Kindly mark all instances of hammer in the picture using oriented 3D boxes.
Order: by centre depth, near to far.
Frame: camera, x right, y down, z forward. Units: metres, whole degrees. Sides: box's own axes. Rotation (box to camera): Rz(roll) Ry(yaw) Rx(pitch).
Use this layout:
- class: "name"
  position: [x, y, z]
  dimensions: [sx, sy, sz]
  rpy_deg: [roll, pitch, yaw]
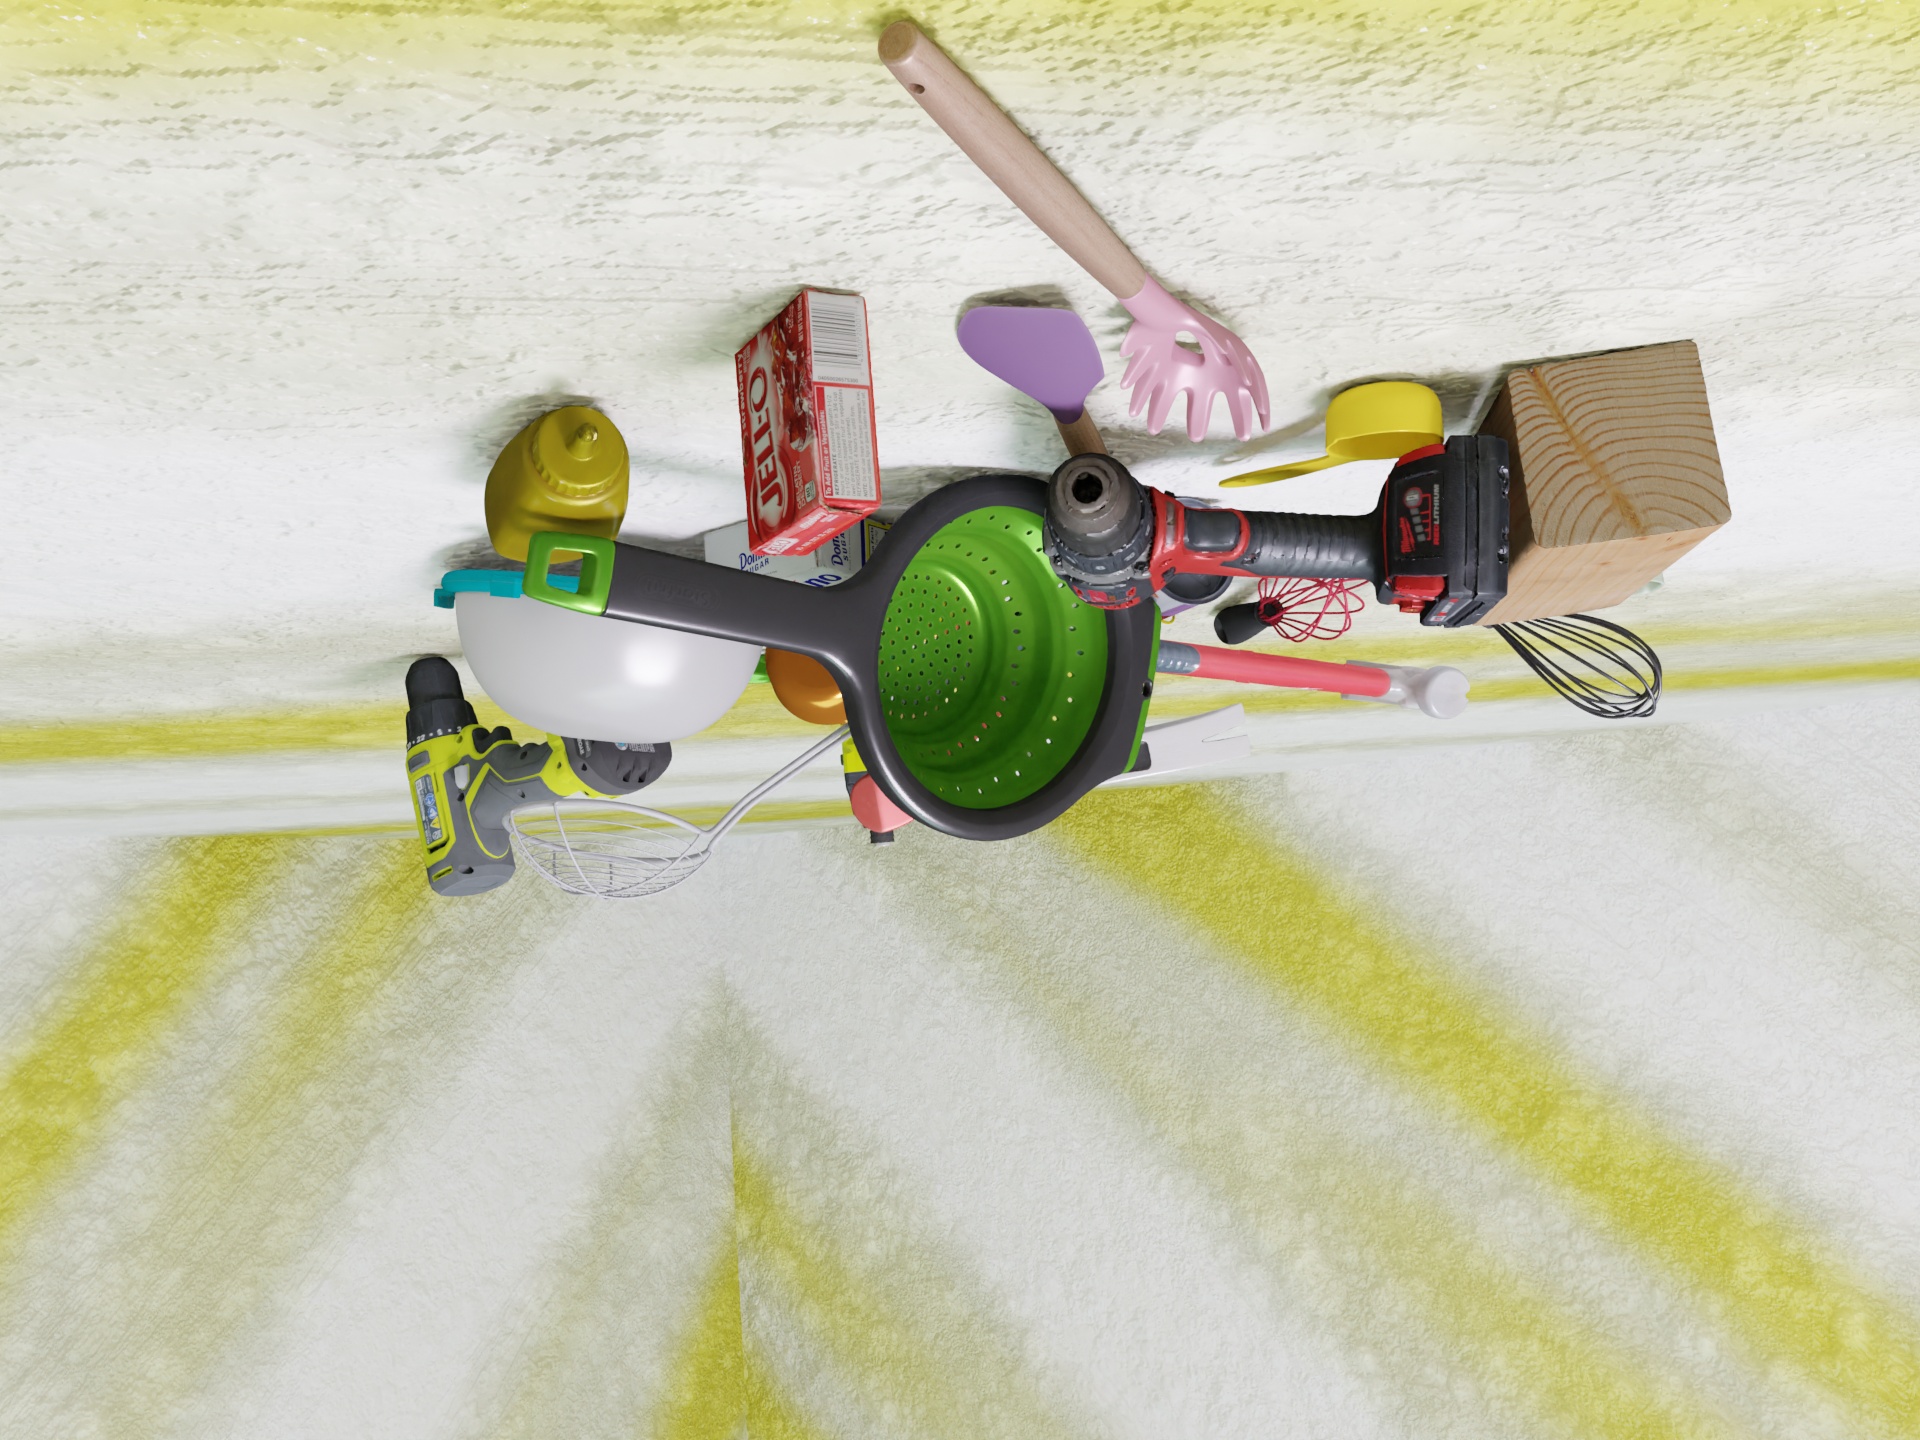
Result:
- class: "hammer"
  position: [-0.002, -0.004, 1.098]
  dimensions: [0.149, 0.036, 0.359]
  rpy_deg: [-3, -164, 21]
- class: "hammer"
  position: [0.164, -0.044, 1.146]
  dimensions: [0.386, 0.038, 0.143]
  rpy_deg: [6, -176, -20]
- class: "hammer"
  position: [0.125, -0.003, 1.165]
  dimensions: [0.146, 0.035, 0.335]
  rpy_deg: [-10, -172, 7]

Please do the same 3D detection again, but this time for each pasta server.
- class: "pasta server"
  position: [0.050, -0.161, 0.573]
  dimensions: [0.060, 0.040, 0.316]
  rpy_deg: [4, 176, 26]

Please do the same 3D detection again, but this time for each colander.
- class: "colander"
  position: [-0.063, -0.049, 0.867]
  dimensions: [0.396, 0.204, 0.094]
  rpy_deg: [10, -179, -39]

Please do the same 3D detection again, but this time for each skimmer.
- class: "skimmer"
  position: [-0.110, -0.001, 1.001]
  dimensions: [0.363, 0.090, 0.127]
  rpy_deg: [-35, 160, -9]

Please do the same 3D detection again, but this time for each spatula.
- class: "spatula"
  position: [0.054, -0.144, 0.776]
  dimensions: [0.060, 0.018, 0.315]
  rpy_deg: [5, 174, 14]

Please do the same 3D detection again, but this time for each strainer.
- class: "strainer"
  position: [-0.168, -0.026, 1.037]
  dimensions: [0.340, 0.095, 0.211]
  rpy_deg: [9, 177, -28]

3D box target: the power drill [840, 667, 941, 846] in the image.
- class: "power drill"
  position: [-0.064, 0.027, 1.436]
  dimensions: [0.080, 0.171, 0.223]
  rpy_deg: [-5, 176, 6]

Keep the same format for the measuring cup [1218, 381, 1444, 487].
- class: "measuring cup"
  position: [0.184, -0.146, 0.824]
  dimensions: [0.062, 0.029, 0.156]
  rpy_deg: [1, 177, -29]

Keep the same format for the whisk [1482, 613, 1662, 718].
- class: "whisk"
  position: [0.330, -0.069, 0.986]
  dimensions: [0.055, 0.055, 0.239]
  rpy_deg: [3, -154, -43]

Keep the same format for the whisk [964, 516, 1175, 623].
- class: "whisk"
  position: [0.079, -0.100, 1.034]
  dimensions: [0.051, 0.047, 0.244]
  rpy_deg: [-8, 168, 36]

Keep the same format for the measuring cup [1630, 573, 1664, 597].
- class: "measuring cup"
  position: [0.463, -0.107, 1.219]
  dimensions: [0.083, 0.038, 0.167]
  rpy_deg: [-2, 174, -19]

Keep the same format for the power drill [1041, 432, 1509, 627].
- class: "power drill"
  position: [0.151, -0.096, 0.791]
  dimensions: [0.227, 0.080, 0.188]
  rpy_deg: [1, 175, 10]

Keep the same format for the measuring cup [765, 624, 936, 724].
- class: "measuring cup"
  position: [-0.061, -0.061, 1.168]
  dimensions: [0.173, 0.095, 0.052]
  rpy_deg: [-23, 165, -1]

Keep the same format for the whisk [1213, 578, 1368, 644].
- class: "whisk"
  position: [0.237, -0.085, 1.191]
  dimensions: [0.073, 0.073, 0.296]
  rpy_deg: [-3, 177, -6]

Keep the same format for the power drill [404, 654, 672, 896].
- class: "power drill"
  position: [-0.336, 0.010, 1.203]
  dimensions: [0.228, 0.191, 0.080]
  rpy_deg: [-26, 162, 30]

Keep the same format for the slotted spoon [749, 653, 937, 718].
- class: "slotted spoon"
  position: [-0.084, -0.021, 1.281]
  dimensions: [0.314, 0.031, 0.070]
  rpy_deg: [13, -174, 43]
